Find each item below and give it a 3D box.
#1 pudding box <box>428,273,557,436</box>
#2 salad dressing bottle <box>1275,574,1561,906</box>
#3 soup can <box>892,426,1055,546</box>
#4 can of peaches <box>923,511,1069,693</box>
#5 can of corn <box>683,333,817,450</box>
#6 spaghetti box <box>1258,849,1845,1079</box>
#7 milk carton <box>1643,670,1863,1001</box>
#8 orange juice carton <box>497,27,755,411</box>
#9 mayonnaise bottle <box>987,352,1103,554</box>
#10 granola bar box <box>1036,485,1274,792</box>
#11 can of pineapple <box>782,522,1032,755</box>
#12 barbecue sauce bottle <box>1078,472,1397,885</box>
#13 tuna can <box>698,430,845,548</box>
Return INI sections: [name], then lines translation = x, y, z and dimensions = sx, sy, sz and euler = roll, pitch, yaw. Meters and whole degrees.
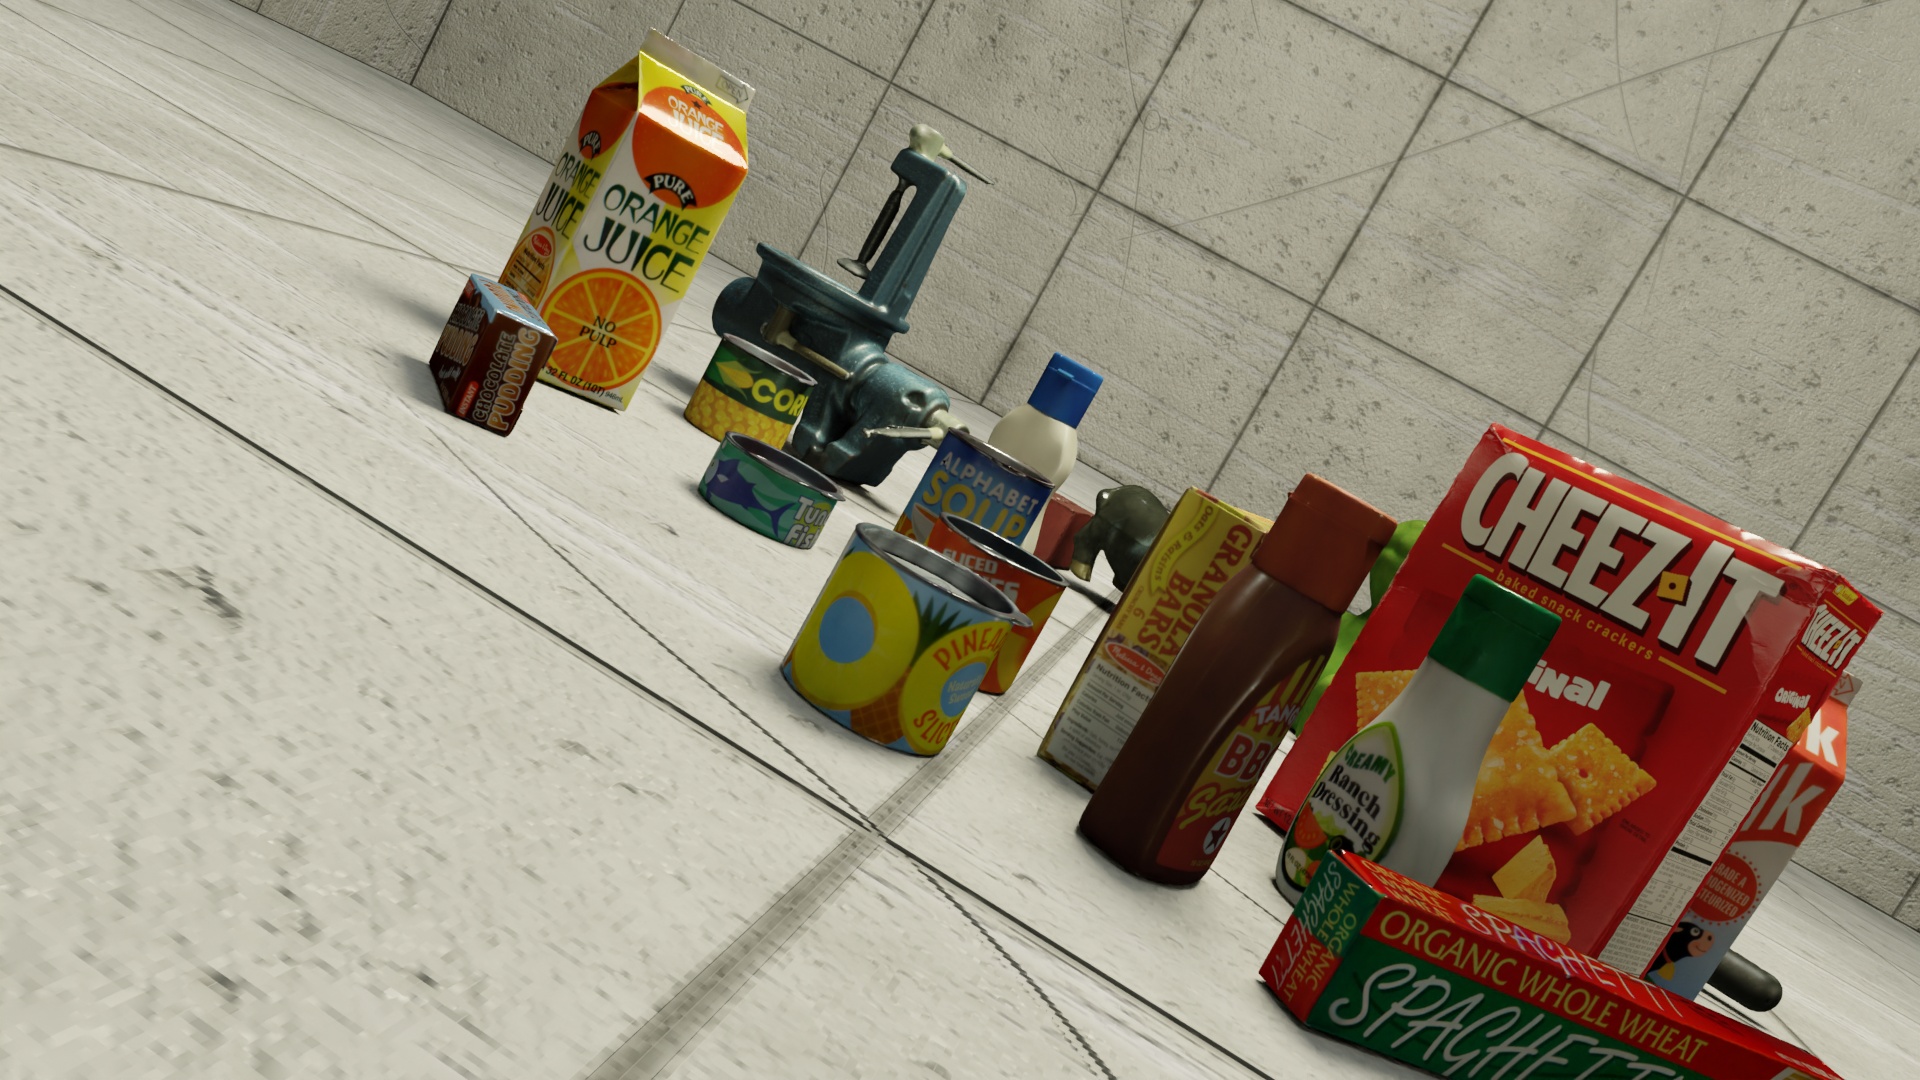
[pudding box]
translation = -0.207, -0.084, 0.613
dimensions = 0.030, 0.049, 0.084
euler = 24, 9, -32
[salad dressing bottle]
translation = 0.179, 0.085, 0.543
dimensions = 0.044, 0.147, 0.064
euler = 26, 8, -22
[soup can]
translation = 0.003, -0.009, 0.751
dimensions = 0.071, 0.083, 0.071
euler = 28, 8, -4
[can of peaches]
translation = 0.005, 0.028, 0.620
dimensions = 0.071, 0.058, 0.071
euler = 28, 8, -4
[can of corn]
translation = -0.131, -0.089, 0.877
dimensions = 0.071, 0.058, 0.071
euler = 28, 8, -4
[spaghetti box]
translation = 0.211, 0.169, 0.471
dimensions = 0.250, 0.050, 0.029
euler = 26, 8, -22
[milk carton]
translation = 0.334, 0.129, 0.646
dimensions = 0.072, 0.190, 0.073
euler = 30, 7, 6
[orange juice carton]
translation = -0.183, -0.176, 0.758
dimensions = 0.072, 0.192, 0.073
euler = 23, 10, -41
[mayonnaise bottle]
translation = 0.041, -0.047, 0.889
dimensions = 0.065, 0.148, 0.041
euler = 31, 8, 18
[granola bar box]
translation = 0.104, 0.045, 0.612
dimensions = 0.039, 0.124, 0.165
euler = 32, 8, 22
[can of pineapple]
translation = -0.020, 0.035, 0.487
dimensions = 0.071, 0.057, 0.071
euler = 28, 8, -4
[barbecue sauce bottle]
translation = 0.100, 0.048, 0.490
dimensions = 0.044, 0.148, 0.065
euler = 34, 9, 34
[tuna can]
translation = -0.093, -0.024, 0.694
dimensions = 0.071, 0.032, 0.071
euler = 28, 8, -4
